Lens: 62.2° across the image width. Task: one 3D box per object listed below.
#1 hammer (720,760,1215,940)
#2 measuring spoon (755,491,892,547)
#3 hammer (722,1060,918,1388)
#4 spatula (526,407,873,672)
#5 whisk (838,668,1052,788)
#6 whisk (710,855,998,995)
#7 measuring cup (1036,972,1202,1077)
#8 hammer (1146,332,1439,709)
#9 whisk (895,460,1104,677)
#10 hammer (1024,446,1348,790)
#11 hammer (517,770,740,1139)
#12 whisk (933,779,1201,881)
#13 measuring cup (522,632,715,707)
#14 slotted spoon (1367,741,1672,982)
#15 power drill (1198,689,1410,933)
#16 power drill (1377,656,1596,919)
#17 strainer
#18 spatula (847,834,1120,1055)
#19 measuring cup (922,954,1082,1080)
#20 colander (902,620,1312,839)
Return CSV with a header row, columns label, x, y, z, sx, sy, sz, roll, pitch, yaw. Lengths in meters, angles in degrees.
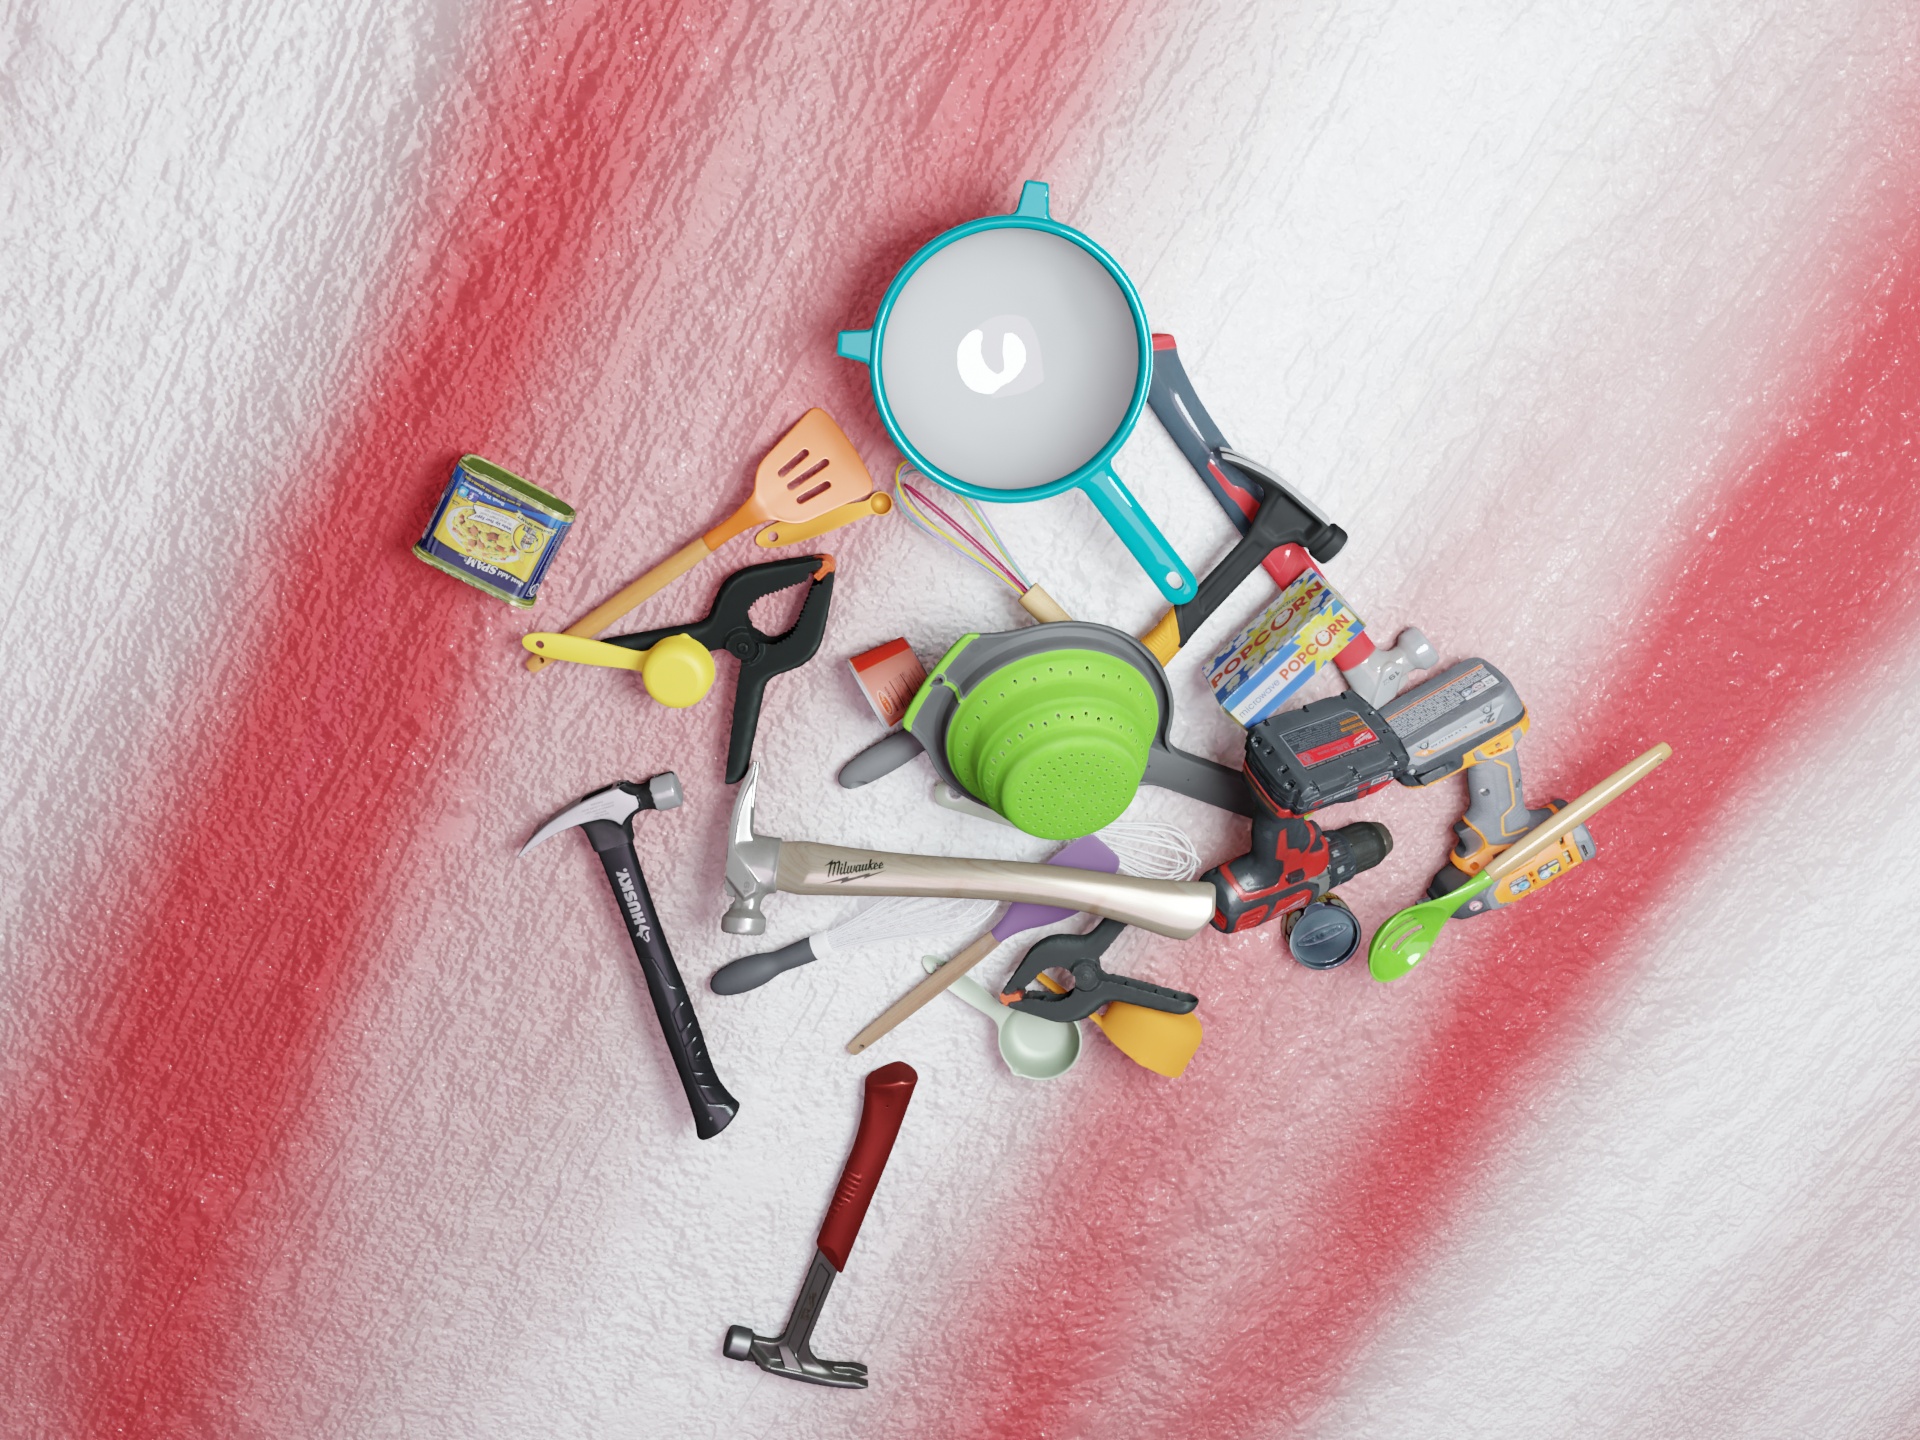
label,x,y,z,sx,sy,sz,roll,pitch,yaw
hammer,0.009,0.124,1.338,0.410,0.038,0.146,5,88,0
measuring spoon,-0.111,-0.162,1.293,0.117,0.011,0.021,-16,99,5
hammer,-0.105,0.485,1.519,0.149,0.037,0.359,17,108,-11
spatula,-0.221,-0.131,1.286,0.322,0.041,0.081,-32,102,12
whisk,-0.002,-0.005,1.344,0.239,0.055,0.055,-30,110,11
whisk,-0.092,0.186,1.403,0.284,0.070,0.070,-22,111,8
measuring cup,0.141,0.252,1.441,0.173,0.095,0.052,34,99,3
hammer,0.236,-0.151,1.313,0.143,0.038,0.386,-37,109,10
whisk,0.036,-0.117,1.283,0.245,0.047,0.051,45,110,-6
hammer,0.159,-0.066,1.314,0.127,0.034,0.337,36,112,-13
hammer,-0.268,0.216,1.387,0.146,0.035,0.334,-16,105,1
whisk,0.094,0.095,1.390,0.246,0.059,0.058,17,69,-7
measuring cup,-0.277,-0.046,1.278,0.156,0.029,0.062,10,113,-5
slotted spoon,0.474,0.118,1.361,0.314,0.031,0.070,-38,130,9
power drill,0.302,0.080,1.335,0.188,0.080,0.226,-18,143,-19
power drill,0.443,0.074,1.388,0.164,0.084,0.226,-31,119,6
strainer,0.075,-0.232,1.235,0.211,0.095,0.340,-37,109,10
spatula,0.015,0.208,1.415,0.316,0.018,0.059,-40,112,18
measuring cup,0.037,0.261,1.455,0.167,0.038,0.083,35,102,1
colander,0.148,0.051,1.304,0.396,0.095,0.204,19,124,-27
